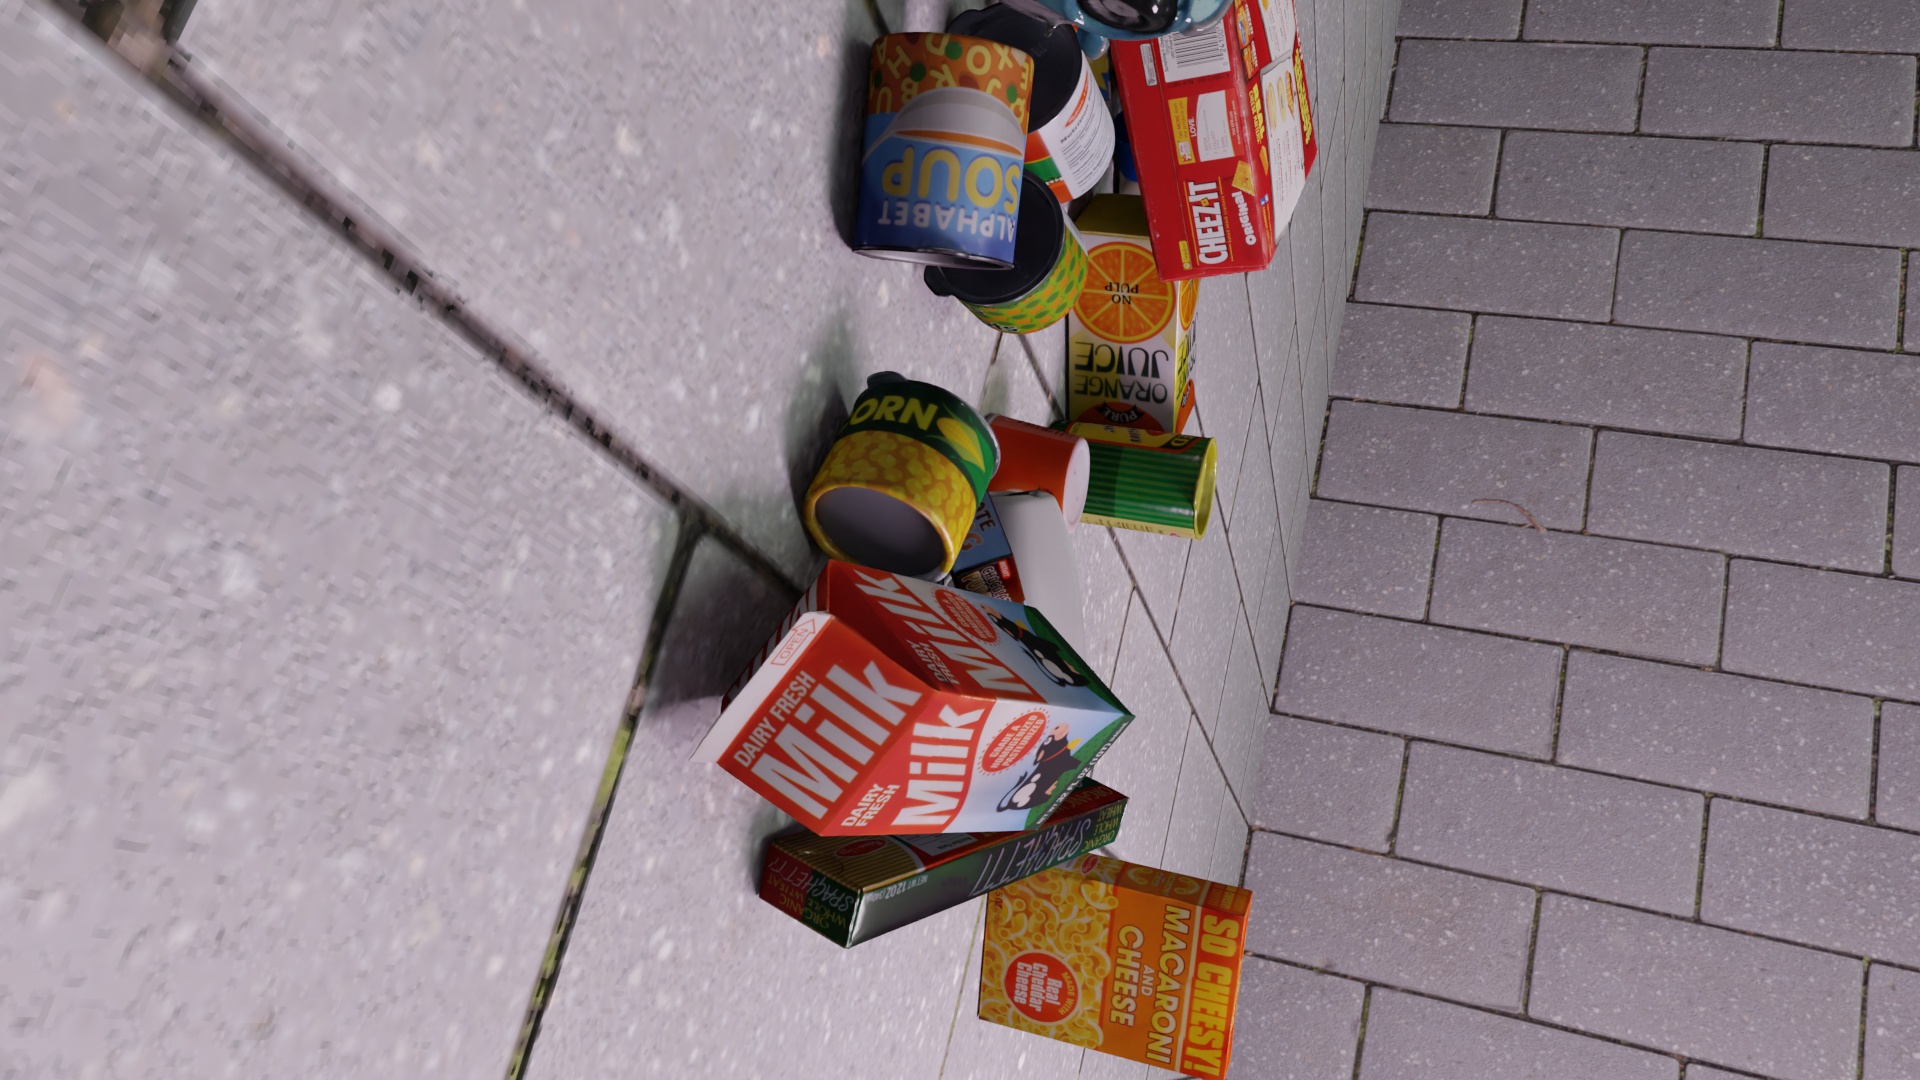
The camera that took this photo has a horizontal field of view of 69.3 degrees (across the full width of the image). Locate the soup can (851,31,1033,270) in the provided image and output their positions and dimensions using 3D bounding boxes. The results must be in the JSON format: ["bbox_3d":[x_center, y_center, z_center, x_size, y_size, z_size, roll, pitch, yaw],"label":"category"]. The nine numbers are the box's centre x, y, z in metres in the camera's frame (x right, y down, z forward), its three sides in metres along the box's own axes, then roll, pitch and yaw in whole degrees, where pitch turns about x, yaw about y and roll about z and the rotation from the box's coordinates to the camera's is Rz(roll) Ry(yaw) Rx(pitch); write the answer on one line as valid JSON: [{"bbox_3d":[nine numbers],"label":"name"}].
[{"bbox_3d":[-0.006,-0.154,0.556,0.071,0.071,0.083,-15,112,-70],"label":"soup can"}]

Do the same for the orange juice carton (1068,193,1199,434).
[{"bbox_3d":[0.115,-0.125,0.921,0.072,0.073,0.191,-58,151,-52],"label":"orange juice carton"}]

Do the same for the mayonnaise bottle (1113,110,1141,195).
[{"bbox_3d":[0.134,-0.241,0.976,0.147,0.041,0.065,62,39,-59],"label":"mayonnaise bottle"}]

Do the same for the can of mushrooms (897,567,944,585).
[{"bbox_3d":[-0.034,0.031,0.617,0.071,0.033,0.071,8,91,-71],"label":"can of mushrooms"}]

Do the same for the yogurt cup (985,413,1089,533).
[{"bbox_3d":[0.039,-0.034,0.769,0.072,0.054,0.072,7,91,-72],"label":"yogurt cup"}]

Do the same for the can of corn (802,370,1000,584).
[{"bbox_3d":[-0.025,-0.024,0.568,0.070,0.071,0.058,78,28,-47],"label":"can of corn"}]

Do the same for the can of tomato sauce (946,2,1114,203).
[{"bbox_3d":[0.032,-0.204,0.655,0.083,0.071,0.071,28,72,-71],"label":"can of tomato sauce"}]

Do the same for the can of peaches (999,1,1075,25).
[{"bbox_3d":[0.050,-0.287,0.659,0.071,0.071,0.058,76,30,-49],"label":"can of peaches"}]

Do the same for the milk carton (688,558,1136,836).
[{"bbox_3d":[-0.018,0.063,0.535,0.072,0.073,0.190,-52,148,16],"label":"milk carton"}]

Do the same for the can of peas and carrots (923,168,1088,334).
[{"bbox_3d":[0.021,-0.134,0.656,0.058,0.071,0.071,21,79,-72],"label":"can of peas and carrots"}]

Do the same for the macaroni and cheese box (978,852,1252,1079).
[{"bbox_3d":[0.100,0.273,0.914,0.040,0.166,0.123,-32,129,-67],"label":"macaroni and cheese box"}]

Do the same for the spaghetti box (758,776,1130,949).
[{"bbox_3d":[0.005,0.143,0.664,0.250,0.050,0.028,1,108,-58],"label":"spaghetti box"}]

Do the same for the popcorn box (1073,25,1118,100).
[{"bbox_3d":[0.070,-0.316,0.752,0.126,0.038,0.085,78,26,-47],"label":"popcorn box"}]

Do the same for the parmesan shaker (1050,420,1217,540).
[{"bbox_3d":[0.107,-0.040,0.888,0.071,0.103,0.071,8,91,-72],"label":"parmesan shaker"}]

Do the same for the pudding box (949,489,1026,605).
[{"bbox_3d":[0.002,-0.008,0.650,0.049,0.030,0.084,73,-2,-56],"label":"pudding box"}]
